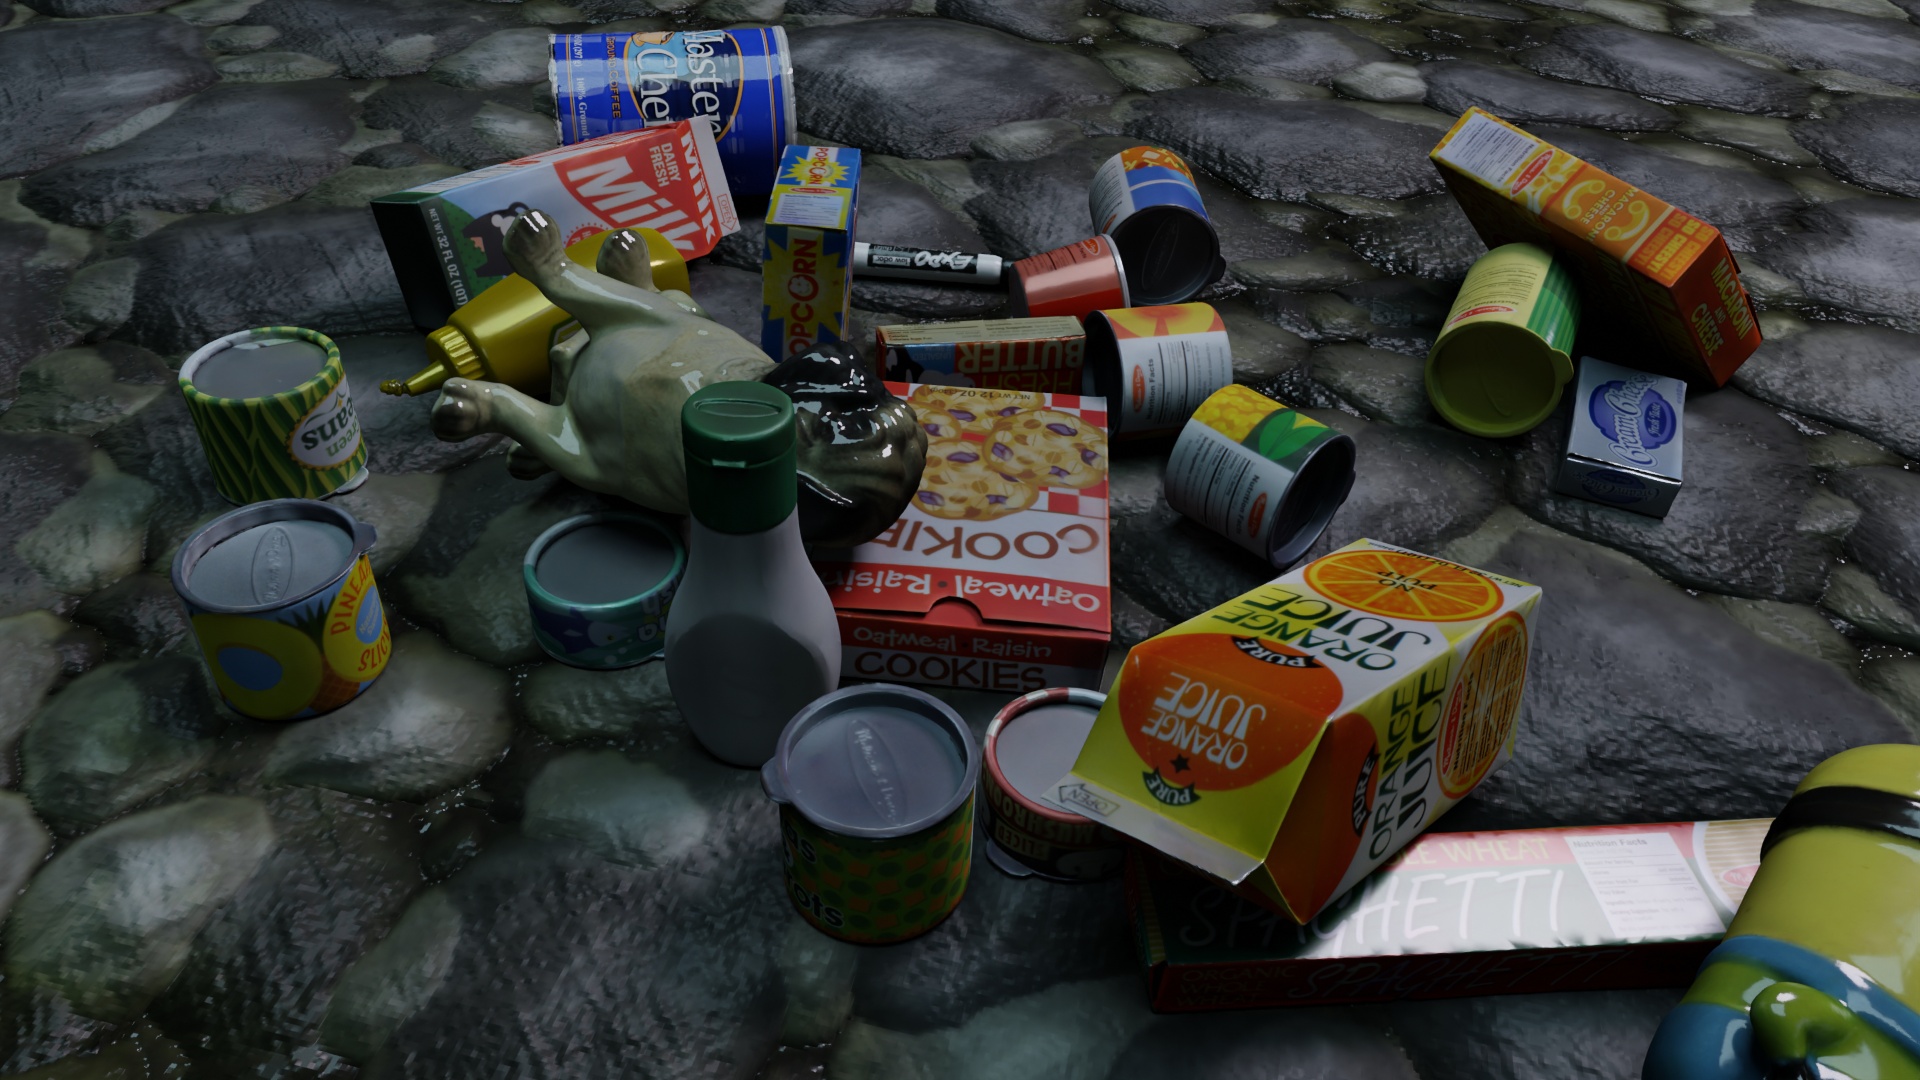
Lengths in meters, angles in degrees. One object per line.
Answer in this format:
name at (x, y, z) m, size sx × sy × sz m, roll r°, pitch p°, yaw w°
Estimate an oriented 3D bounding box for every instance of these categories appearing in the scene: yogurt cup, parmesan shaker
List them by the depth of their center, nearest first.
parmesan shaker at (0.291, -0.107, 0.730) m, size 0.071 × 0.071 × 0.103 m, roll 20°, pitch 41°, yaw 19°
yogurt cup at (0.057, -0.125, 0.740) m, size 0.054 × 0.072 × 0.073 m, roll -11°, pitch 40°, yaw -4°

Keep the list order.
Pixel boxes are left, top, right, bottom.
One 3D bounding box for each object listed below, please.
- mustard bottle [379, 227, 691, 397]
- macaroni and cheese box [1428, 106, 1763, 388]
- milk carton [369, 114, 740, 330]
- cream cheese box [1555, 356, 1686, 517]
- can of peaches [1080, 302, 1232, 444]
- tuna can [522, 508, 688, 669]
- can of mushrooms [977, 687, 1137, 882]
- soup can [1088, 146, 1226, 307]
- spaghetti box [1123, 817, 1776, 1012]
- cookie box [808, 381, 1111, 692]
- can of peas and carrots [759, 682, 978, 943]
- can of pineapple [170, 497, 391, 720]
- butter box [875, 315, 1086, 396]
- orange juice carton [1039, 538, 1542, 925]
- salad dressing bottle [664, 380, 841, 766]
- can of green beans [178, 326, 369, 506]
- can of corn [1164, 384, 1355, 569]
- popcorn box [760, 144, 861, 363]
mustard bottle at (-0.212, -0.103, 0.695) m, size 0.161 × 0.065 × 0.049 m, roll -32°, pitch 59°, yaw -29°
macaroni and cheese box at (0.352, -0.164, 0.771) m, size 0.123 × 0.040 × 0.167 m, roll 29°, pitch 15°, yaw -47°
milk carton at (-0.209, -0.177, 0.763) m, size 0.191 × 0.072 × 0.073 m, roll -29°, pitch 28°, yaw -33°
cream cheese box at (0.335, -0.054, 0.702) m, size 0.053 × 0.024 × 0.104 m, roll 17°, pitch 41°, yaw 17°
can of peaches at (0.095, -0.084, 0.689) m, size 0.058 × 0.070 × 0.071 m, roll -7°, pitch 40°, yaw -12°
tuna can at (-0.142, 0.019, 0.568) m, size 0.071 × 0.032 × 0.071 m, roll 2°, pitch 39°, yaw -1°
can of mushrooms at (0.038, 0.087, 0.498) m, size 0.071 × 0.033 × 0.071 m, roll 3°, pitch 39°, yaw -2°
soup can at (0.114, -0.183, 0.814) m, size 0.071 × 0.071 × 0.084 m, roll 1°, pitch 39°, yaw -3°
spaghetti box at (0.180, 0.124, 0.466) m, size 0.250 × 0.028 × 0.050 m, roll -1°, pitch 39°, yaw -6°
cookie box at (0.002, -0.008, 0.607) m, size 0.123 × 0.040 × 0.168 m, roll 5°, pitch 39°, yaw 2°
can of peas and carrots at (-0.030, 0.092, 0.466) m, size 0.071 × 0.058 × 0.071 m, roll 2°, pitch 39°, yaw -1°
can of pineapple at (-0.256, 0.026, 0.532) m, size 0.071 × 0.057 × 0.071 m, roll 2°, pitch 39°, yaw -2°
butter box at (0.010, -0.082, 0.690) m, size 0.104 × 0.052 × 0.024 m, roll -5°, pitch 37°, yaw -11°
orange juice carton at (0.115, 0.062, 0.462) m, size 0.072 × 0.072 × 0.193 m, roll 19°, pitch 27°, yaw 40°
salad dressing bottle at (-0.074, 0.015, 0.488) m, size 0.064 × 0.146 × 0.044 m, roll 4°, pitch 39°, yaw 1°
can of green beans at (-0.310, -0.056, 0.630) m, size 0.071 × 0.057 × 0.071 m, roll 2°, pitch 39°, yaw -2°
can of corn at (0.136, -0.030, 0.625) m, size 0.058 × 0.070 × 0.071 m, roll 33°, pitch 47°, yaw 32°
popcorn box at (-0.072, -0.113, 0.664) m, size 0.038 × 0.126 × 0.085 m, roll 6°, pitch 39°, yaw -3°
